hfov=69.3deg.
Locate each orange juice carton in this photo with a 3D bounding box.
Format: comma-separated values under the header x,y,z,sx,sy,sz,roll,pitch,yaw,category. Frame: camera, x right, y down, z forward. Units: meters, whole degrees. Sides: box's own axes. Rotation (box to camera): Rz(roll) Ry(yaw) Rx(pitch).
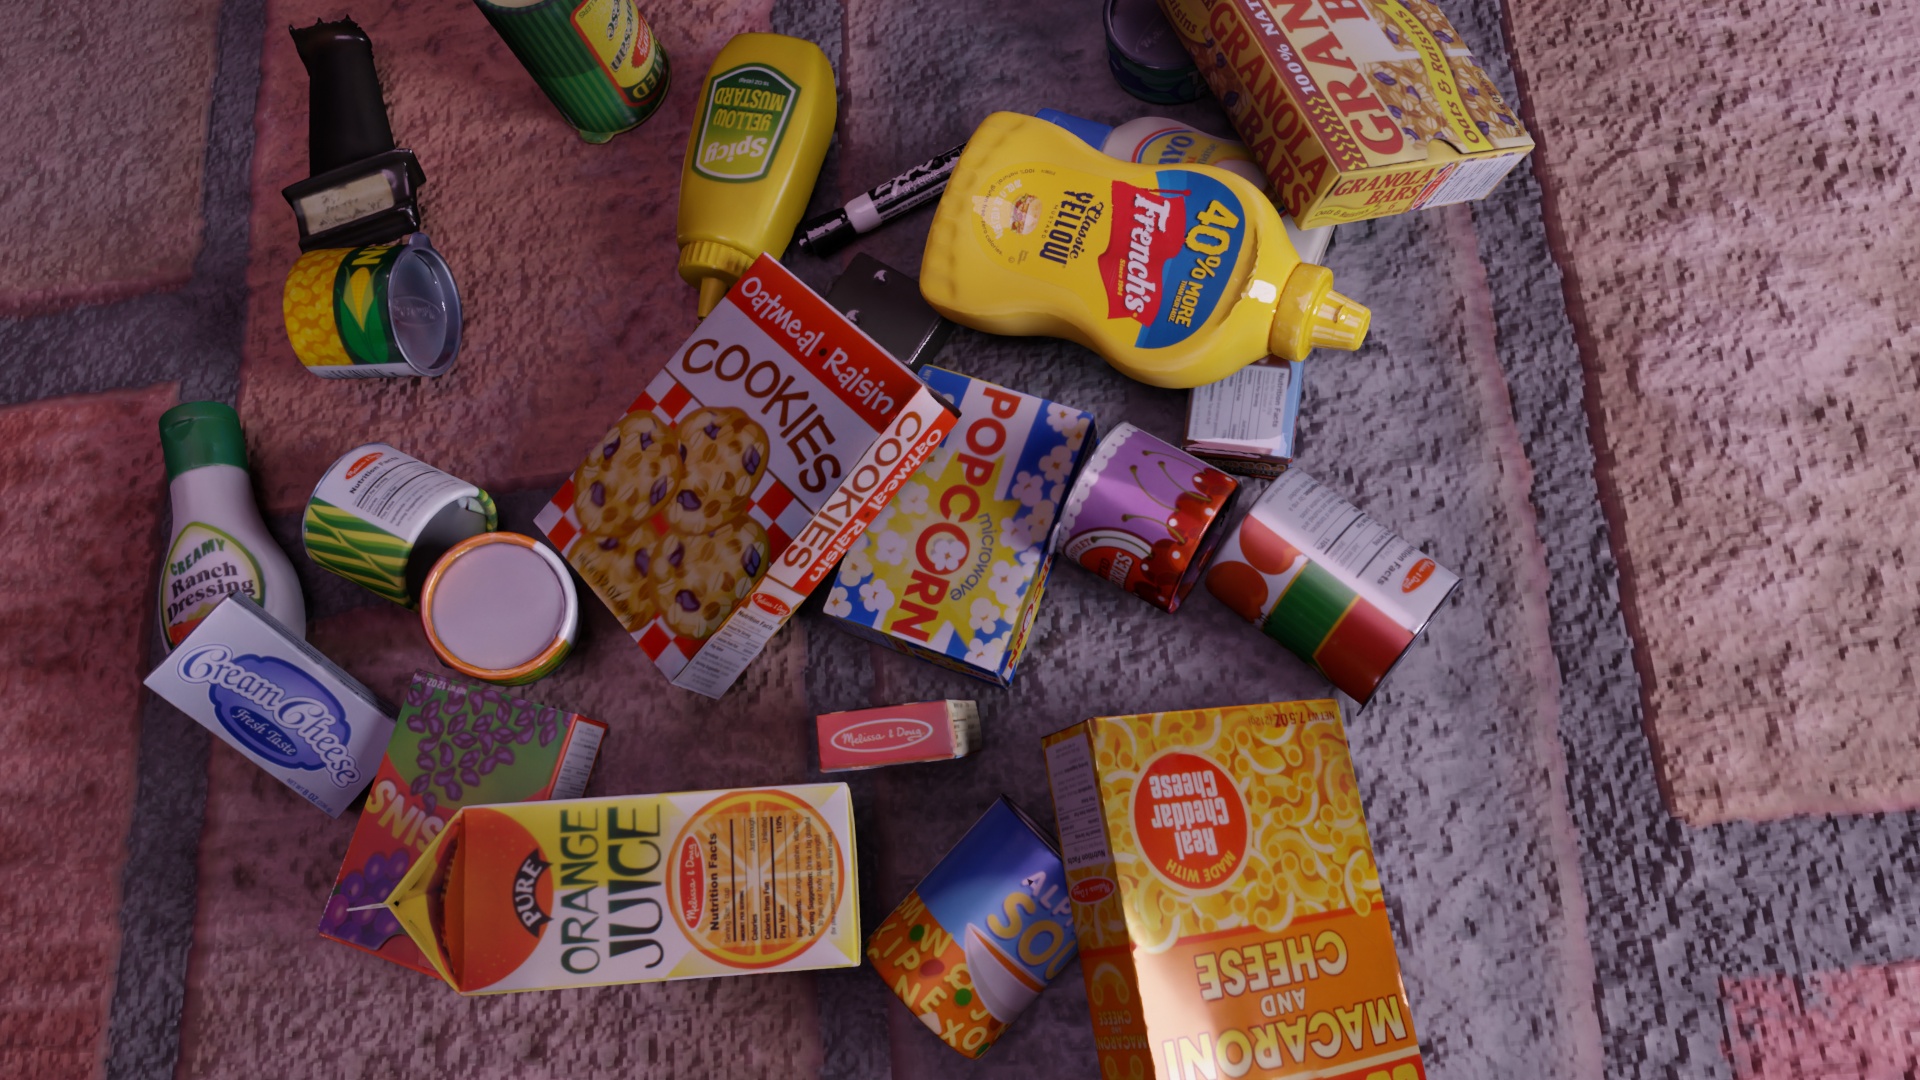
x,y,z,sx,sy,sz,roll,pitch,yaw,category
-0.139,0.141,0.564,0.193,0.071,0.073,-3,79,-6,orange juice carton

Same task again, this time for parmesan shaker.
x,y,z,sx,sy,sz,roll,pitch,yaw,category
-0.196,-0.258,0.699,0.071,0.103,0.071,-2,74,9,parmesan shaker

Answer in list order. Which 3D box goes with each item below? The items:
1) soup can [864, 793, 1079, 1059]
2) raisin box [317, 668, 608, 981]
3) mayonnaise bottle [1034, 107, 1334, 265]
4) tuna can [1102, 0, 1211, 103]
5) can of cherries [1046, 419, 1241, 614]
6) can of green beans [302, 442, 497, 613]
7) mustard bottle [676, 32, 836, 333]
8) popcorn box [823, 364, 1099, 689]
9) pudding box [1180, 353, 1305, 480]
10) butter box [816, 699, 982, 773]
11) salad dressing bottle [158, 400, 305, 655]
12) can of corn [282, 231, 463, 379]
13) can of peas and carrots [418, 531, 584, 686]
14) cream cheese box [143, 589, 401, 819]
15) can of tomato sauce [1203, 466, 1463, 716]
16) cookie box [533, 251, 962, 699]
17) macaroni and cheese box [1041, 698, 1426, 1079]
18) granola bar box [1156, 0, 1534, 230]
x,y,z,sx,sy,sz,roll,pitch,yaw,category
0.014,0.157,0.561,0.071,0.071,0.084,42,85,18,soup can
-0.222,0.129,0.625,0.086,0.040,0.123,14,77,12,raisin box
0.102,-0.167,0.654,0.148,0.041,0.065,20,76,14,mayonnaise bottle
0.106,-0.250,0.682,0.071,0.032,0.071,-3,74,9,tuna can
0.079,-0.008,0.599,0.058,0.071,0.071,30,81,15,can of cherries
-0.263,-0.005,0.656,0.058,0.071,0.071,23,79,14,can of green beans
-0.107,-0.172,0.687,0.065,0.048,0.160,9,76,14,mustard bottle
0.002,-0.008,0.626,0.085,0.038,0.127,18,78,14,popcorn box
0.130,-0.072,0.628,0.050,0.030,0.084,7,75,13,pudding box
-0.023,0.080,0.572,0.053,0.103,0.024,-7,82,6,butter box
-0.363,0.003,0.683,0.064,0.044,0.148,-21,71,3,salad dressing bottle
-0.292,-0.116,0.693,0.058,0.071,0.071,-1,74,10,can of corn
-0.209,0.033,0.629,0.071,0.058,0.071,2,80,-12,can of peas and carrots
-0.309,0.075,0.636,0.103,0.024,0.053,43,82,-18,cream cheese box
0.153,0.020,0.580,0.083,0.071,0.071,38,83,18,can of tomato sauce
-0.098,-0.032,0.627,0.167,0.040,0.123,-49,58,2,cookie box
0.106,0.149,0.532,0.124,0.040,0.167,0,71,-27,macaroni and cheese box
0.167,-0.224,0.631,0.124,0.039,0.166,-15,69,-29,granola bar box
